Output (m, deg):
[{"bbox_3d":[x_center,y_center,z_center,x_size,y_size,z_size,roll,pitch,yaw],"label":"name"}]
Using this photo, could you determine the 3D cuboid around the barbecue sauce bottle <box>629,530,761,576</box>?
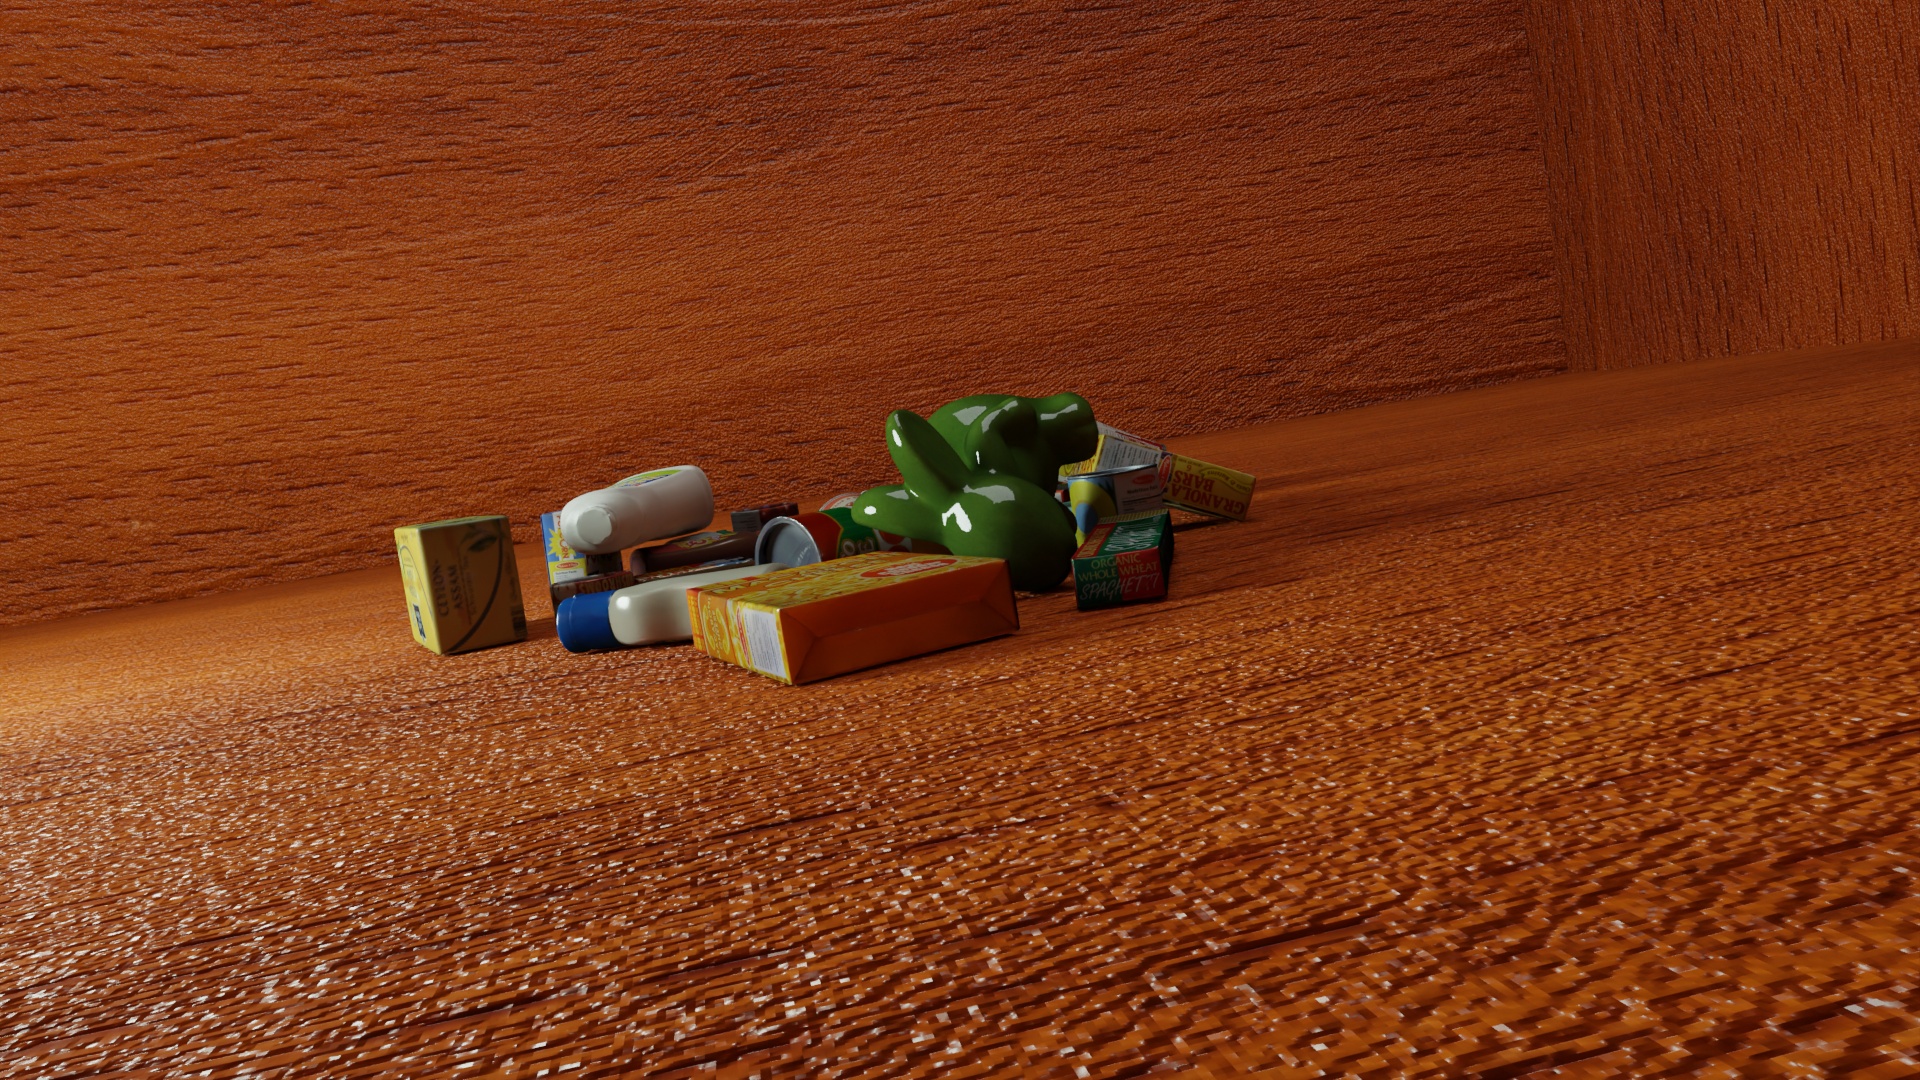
[{"bbox_3d":[-0.216,0.016,1.246,0.149,0.043,0.065,-11,4,-28],"label":"barbecue sauce bottle"}]

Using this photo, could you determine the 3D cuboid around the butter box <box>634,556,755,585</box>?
[{"bbox_3d":[-0.225,0.034,1.163,0.104,0.024,0.053,-11,6,-24],"label":"butter box"}]

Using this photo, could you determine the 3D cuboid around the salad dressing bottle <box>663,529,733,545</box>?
[{"bbox_3d":[-0.247,0.013,1.349,0.064,0.044,0.148,-10,3,8],"label":"salad dressing bottle"}]

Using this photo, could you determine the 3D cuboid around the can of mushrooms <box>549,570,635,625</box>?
[{"bbox_3d":[-0.289,0.045,1.100,0.071,0.033,0.071,-9,4,1],"label":"can of mushrooms"}]

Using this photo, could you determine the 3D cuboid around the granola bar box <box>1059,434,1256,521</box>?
[{"bbox_3d":[0.154,-0.051,1.125,0.124,0.039,0.165,15,3,-5],"label":"granola bar box"}]

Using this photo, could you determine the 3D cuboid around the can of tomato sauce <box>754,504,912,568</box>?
[{"bbox_3d":[-0.082,0.012,0.918,0.071,0.071,0.083,-5,5,43],"label":"can of tomato sauce"}]

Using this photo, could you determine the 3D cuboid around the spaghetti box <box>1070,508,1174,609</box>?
[{"bbox_3d":[0.103,0.007,0.848,0.050,0.028,0.250,-9,4,10],"label":"spaghetti box"}]

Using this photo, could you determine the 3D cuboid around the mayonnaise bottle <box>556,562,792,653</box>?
[{"bbox_3d":[-0.178,0.044,0.871,0.148,0.041,0.065,-9,3,13],"label":"mayonnaise bottle"}]

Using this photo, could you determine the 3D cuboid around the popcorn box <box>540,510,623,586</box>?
[{"bbox_3d":[-0.357,0.011,1.320,0.038,0.085,0.127,-8,4,1],"label":"popcorn box"}]

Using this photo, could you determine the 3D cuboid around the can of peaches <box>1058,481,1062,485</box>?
[{"bbox_3d":[0.070,-0.045,1.357,0.071,0.058,0.071,-9,4,1],"label":"can of peaches"}]

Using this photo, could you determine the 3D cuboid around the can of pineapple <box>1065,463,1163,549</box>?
[{"bbox_3d":[0.113,-0.023,1.008,0.071,0.058,0.071,-9,4,1],"label":"can of pineapple"}]

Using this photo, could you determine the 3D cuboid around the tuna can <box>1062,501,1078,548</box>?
[{"bbox_3d":[0.098,-0.014,1.083,0.071,0.033,0.071,-8,5,1],"label":"tuna can"}]

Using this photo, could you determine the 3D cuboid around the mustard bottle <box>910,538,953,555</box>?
[{"bbox_3d":[0.004,-0.015,1.168,0.161,0.048,0.065,-12,7,-35],"label":"mustard bottle"}]

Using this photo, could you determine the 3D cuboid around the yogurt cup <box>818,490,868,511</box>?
[{"bbox_3d":[-0.076,0.000,1.075,0.072,0.072,0.054,-11,13,-23],"label":"yogurt cup"}]

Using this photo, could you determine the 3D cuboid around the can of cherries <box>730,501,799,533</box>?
[{"bbox_3d":[-0.184,-0.005,1.344,0.071,0.058,0.071,-9,5,1],"label":"can of cherries"}]

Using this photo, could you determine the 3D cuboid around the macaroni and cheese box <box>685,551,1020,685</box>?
[{"bbox_3d":[-0.063,0.037,0.736,0.124,0.040,0.166,-11,6,-25],"label":"macaroni and cheese box"}]

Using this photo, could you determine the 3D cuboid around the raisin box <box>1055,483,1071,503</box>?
[{"bbox_3d":[0.057,-0.026,1.268,0.123,0.040,0.086,-7,6,28],"label":"raisin box"}]
